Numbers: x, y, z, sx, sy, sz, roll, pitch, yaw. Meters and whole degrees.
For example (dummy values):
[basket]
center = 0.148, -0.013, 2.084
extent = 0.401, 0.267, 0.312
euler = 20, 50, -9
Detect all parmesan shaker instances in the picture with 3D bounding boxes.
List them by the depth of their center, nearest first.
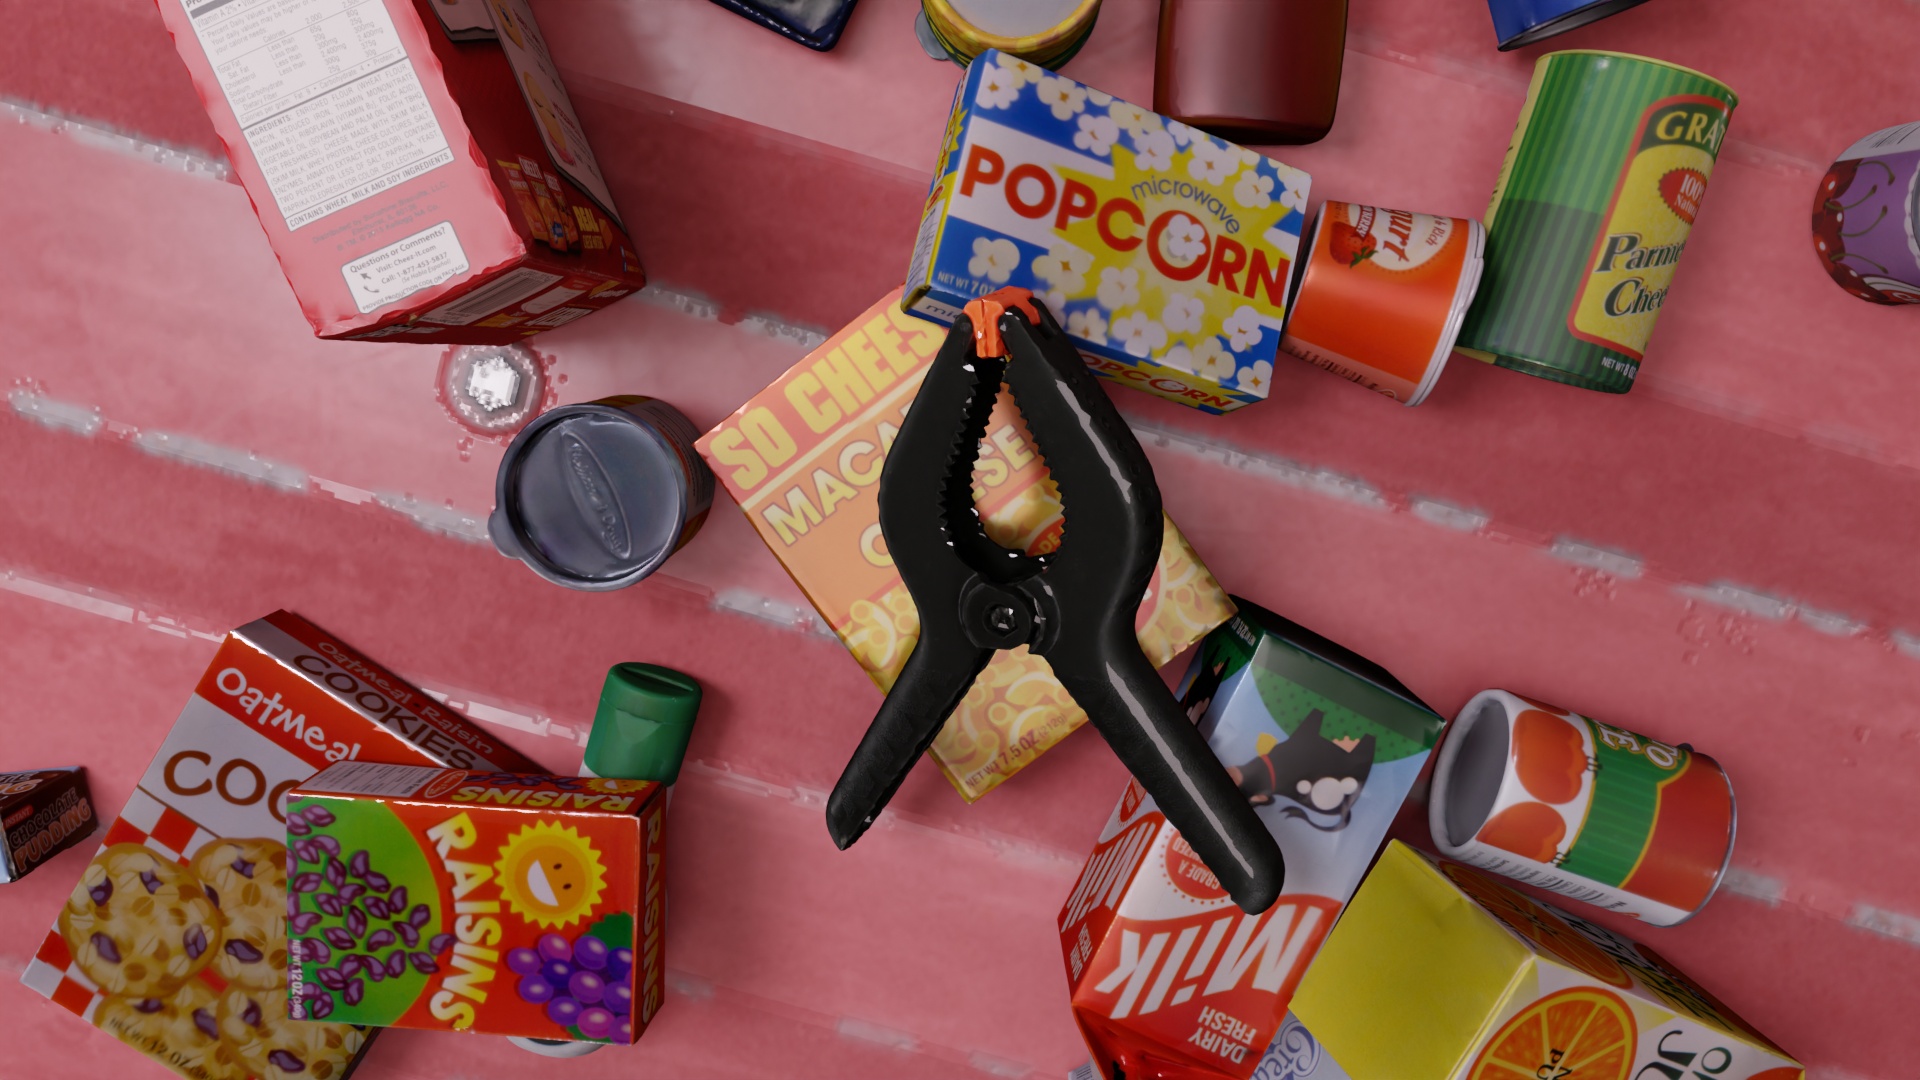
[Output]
[parmesan shaker]
center = 0.218, -0.108, 0.485
extent = 0.071, 0.071, 0.103
euler = 16, 99, -2

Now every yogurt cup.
[yogurt cup]
center = 0.145, -0.086, 0.489
extent = 0.054, 0.072, 0.072
euler = 17, 98, 6

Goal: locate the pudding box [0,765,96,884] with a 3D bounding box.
[pudding box]
center = -0.386, 0.111, 0.529
extent = 0.084, 0.050, 0.030
euler = -5, 100, 2

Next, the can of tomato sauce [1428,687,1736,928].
[can of tomato sauce]
center = 0.227, 0.096, 0.513
extent = 0.083, 0.071, 0.071
euler = 18, 98, -1

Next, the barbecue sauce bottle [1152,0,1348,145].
[barbecue sauce bottle]
center = 0.104, -0.215, 0.480
extent = 0.065, 0.044, 0.148
euler = 4, 98, 0

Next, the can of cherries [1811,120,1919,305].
[can of cherries]
center = 0.346, -0.113, 0.485
extent = 0.071, 0.058, 0.071
euler = 0, 98, 0

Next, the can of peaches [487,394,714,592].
[can of peaches]
center = -0.129, -0.018, 0.504
extent = 0.071, 0.058, 0.071
euler = 0, 99, 1

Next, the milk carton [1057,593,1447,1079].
[milk carton]
center = 0.093, 0.124, 0.515
extent = 0.073, 0.072, 0.190
euler = 26, 98, -3

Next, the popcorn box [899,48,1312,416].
[popcorn box]
center = 0.051, -0.102, 0.475
extent = 0.127, 0.038, 0.085
euler = 16, 80, -16

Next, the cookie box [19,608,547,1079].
[cookie box]
center = -0.259, 0.129, 0.536
extent = 0.123, 0.040, 0.167
euler = 34, 98, -4

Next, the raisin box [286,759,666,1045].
[raisin box]
center = -0.169, 0.127, 0.491
extent = 0.123, 0.040, 0.086
euler = 3, 97, 3

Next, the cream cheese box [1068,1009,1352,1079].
[cream cheese box]
center = 0.100, 0.215, 0.552
extent = 0.104, 0.024, 0.053
euler = -28, 97, 4

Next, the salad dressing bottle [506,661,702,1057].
[salad dressing bottle]
center = -0.136, 0.121, 0.531
extent = 0.064, 0.044, 0.147
euler = 18, 98, -1

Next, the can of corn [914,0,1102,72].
[can of corn]
center = 0.016, -0.194, 0.476
extent = 0.071, 0.058, 0.071
euler = 0, 98, 1

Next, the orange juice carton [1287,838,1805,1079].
[orange juice carton]
center = 0.218, 0.179, 0.488
extent = 0.192, 0.072, 0.073
euler = 26, 98, -26

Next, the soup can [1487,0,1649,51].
[soup can]
center = 0.204, -0.217, 0.464
extent = 0.071, 0.071, 0.083
euler = -18, 98, 3

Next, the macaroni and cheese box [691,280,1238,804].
[macaroni and cheese box]
center = 0.002, -0.006, 0.513
extent = 0.123, 0.040, 0.166
euler = -37, 97, 4
